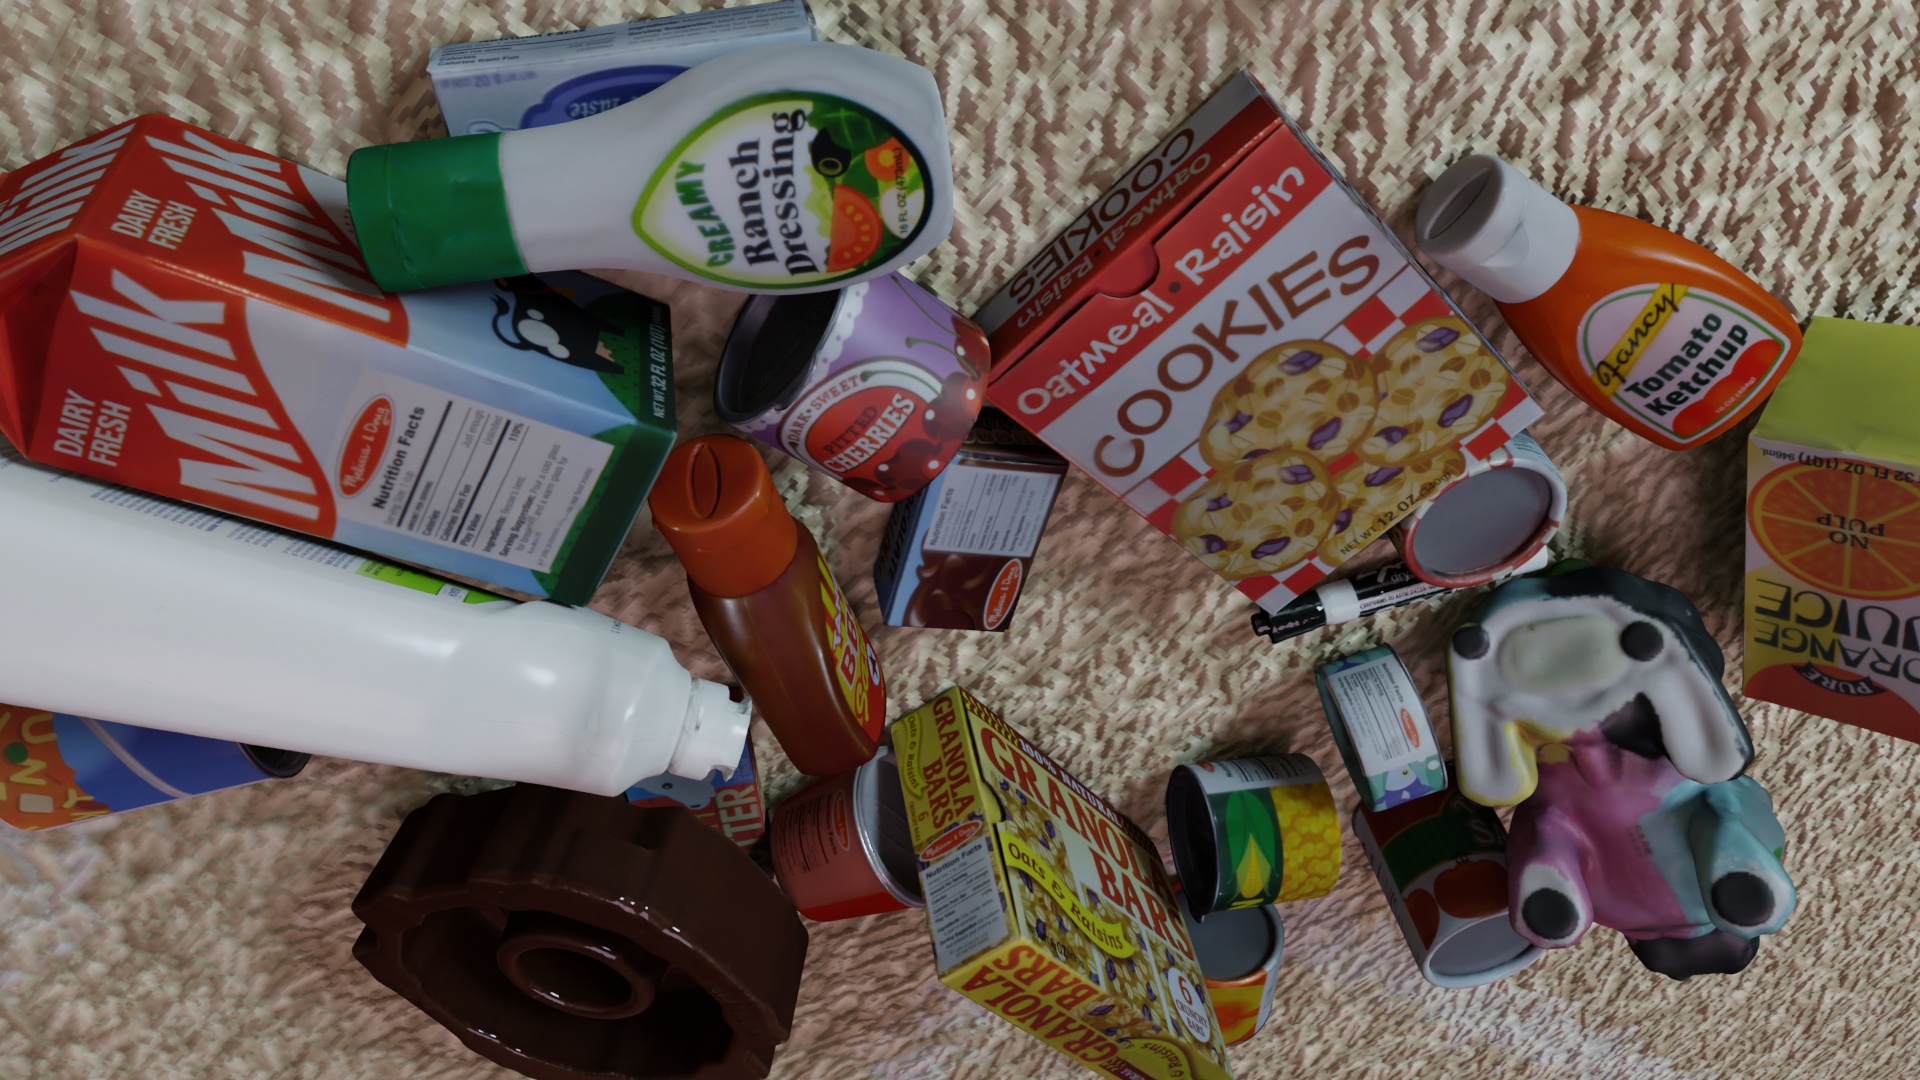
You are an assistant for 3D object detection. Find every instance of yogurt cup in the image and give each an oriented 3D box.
[{"bbox_3d":[-0.042,0.126,0.580,0.054,0.073,0.072,-24,133,25],"label":"yogurt cup"}]

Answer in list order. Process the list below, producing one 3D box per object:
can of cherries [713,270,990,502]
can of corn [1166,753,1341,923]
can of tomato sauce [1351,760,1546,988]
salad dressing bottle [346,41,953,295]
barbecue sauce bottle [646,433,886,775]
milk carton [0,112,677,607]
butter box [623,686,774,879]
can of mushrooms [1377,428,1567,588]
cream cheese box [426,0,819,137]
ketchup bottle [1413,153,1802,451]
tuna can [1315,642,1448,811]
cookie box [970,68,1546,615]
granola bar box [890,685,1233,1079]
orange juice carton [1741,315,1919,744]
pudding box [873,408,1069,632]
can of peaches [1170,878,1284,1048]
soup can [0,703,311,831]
[{"bbox_3d":[-0.033,-0.050,0.423,0.058,0.072,0.071,30,119,-33],"label":"can of cherries"},{"bbox_3d":[0.131,0.133,0.625,0.058,0.071,0.070,-5,131,-10],"label":"can of corn"},{"bbox_3d":[0.236,0.159,0.662,0.071,0.083,0.070,-7,132,-7],"label":"can of tomato sauce"},{"bbox_3d":[-0.078,-0.091,0.360,0.148,0.044,0.064,-9,128,-6],"label":"salad dressing bottle"},{"bbox_3d":[-0.062,0.022,0.467,0.044,0.065,0.148,-13,145,4],"label":"barbecue sauce bottle"},{"bbox_3d":[-0.182,-0.053,0.386,0.190,0.073,0.073,18,123,-27],"label":"milk carton"},{"bbox_3d":[-0.109,0.105,0.573,0.053,0.024,0.103,-8,132,-5],"label":"butter box"},{"bbox_3d":[0.193,-0.014,0.535,0.071,0.033,0.070,-7,132,-8],"label":"can of mushrooms"},{"bbox_3d":[-0.088,-0.115,0.385,0.104,0.024,0.053,-9,132,-5],"label":"cream cheese box"},{"bbox_3d":[0.218,-0.083,0.474,0.149,0.044,0.064,21,123,-28],"label":"ketchup bottle"},{"bbox_3d":[0.179,0.080,0.593,0.033,0.071,0.070,-20,132,6],"label":"tuna can"},{"bbox_3d":[0.101,-0.057,0.471,0.122,0.040,0.167,-41,127,21],"label":"cookie box"},{"bbox_3d":[0.044,0.151,0.582,0.039,0.125,0.165,-34,130,16],"label":"granola bar box"},{"bbox_3d":[0.359,0.013,0.546,0.073,0.072,0.191,-48,134,-26],"label":"orange juice carton"},{"bbox_3d":[0.002,-0.006,0.498,0.050,0.030,0.083,4,130,-18],"label":"pudding box"},{"bbox_3d":[0.123,0.208,0.690,0.071,0.071,0.057,-8,132,-7],"label":"can of peaches"},{"bbox_3d":[-0.271,0.053,0.462,0.084,0.072,0.071,-13,132,-2],"label":"soup can"}]
